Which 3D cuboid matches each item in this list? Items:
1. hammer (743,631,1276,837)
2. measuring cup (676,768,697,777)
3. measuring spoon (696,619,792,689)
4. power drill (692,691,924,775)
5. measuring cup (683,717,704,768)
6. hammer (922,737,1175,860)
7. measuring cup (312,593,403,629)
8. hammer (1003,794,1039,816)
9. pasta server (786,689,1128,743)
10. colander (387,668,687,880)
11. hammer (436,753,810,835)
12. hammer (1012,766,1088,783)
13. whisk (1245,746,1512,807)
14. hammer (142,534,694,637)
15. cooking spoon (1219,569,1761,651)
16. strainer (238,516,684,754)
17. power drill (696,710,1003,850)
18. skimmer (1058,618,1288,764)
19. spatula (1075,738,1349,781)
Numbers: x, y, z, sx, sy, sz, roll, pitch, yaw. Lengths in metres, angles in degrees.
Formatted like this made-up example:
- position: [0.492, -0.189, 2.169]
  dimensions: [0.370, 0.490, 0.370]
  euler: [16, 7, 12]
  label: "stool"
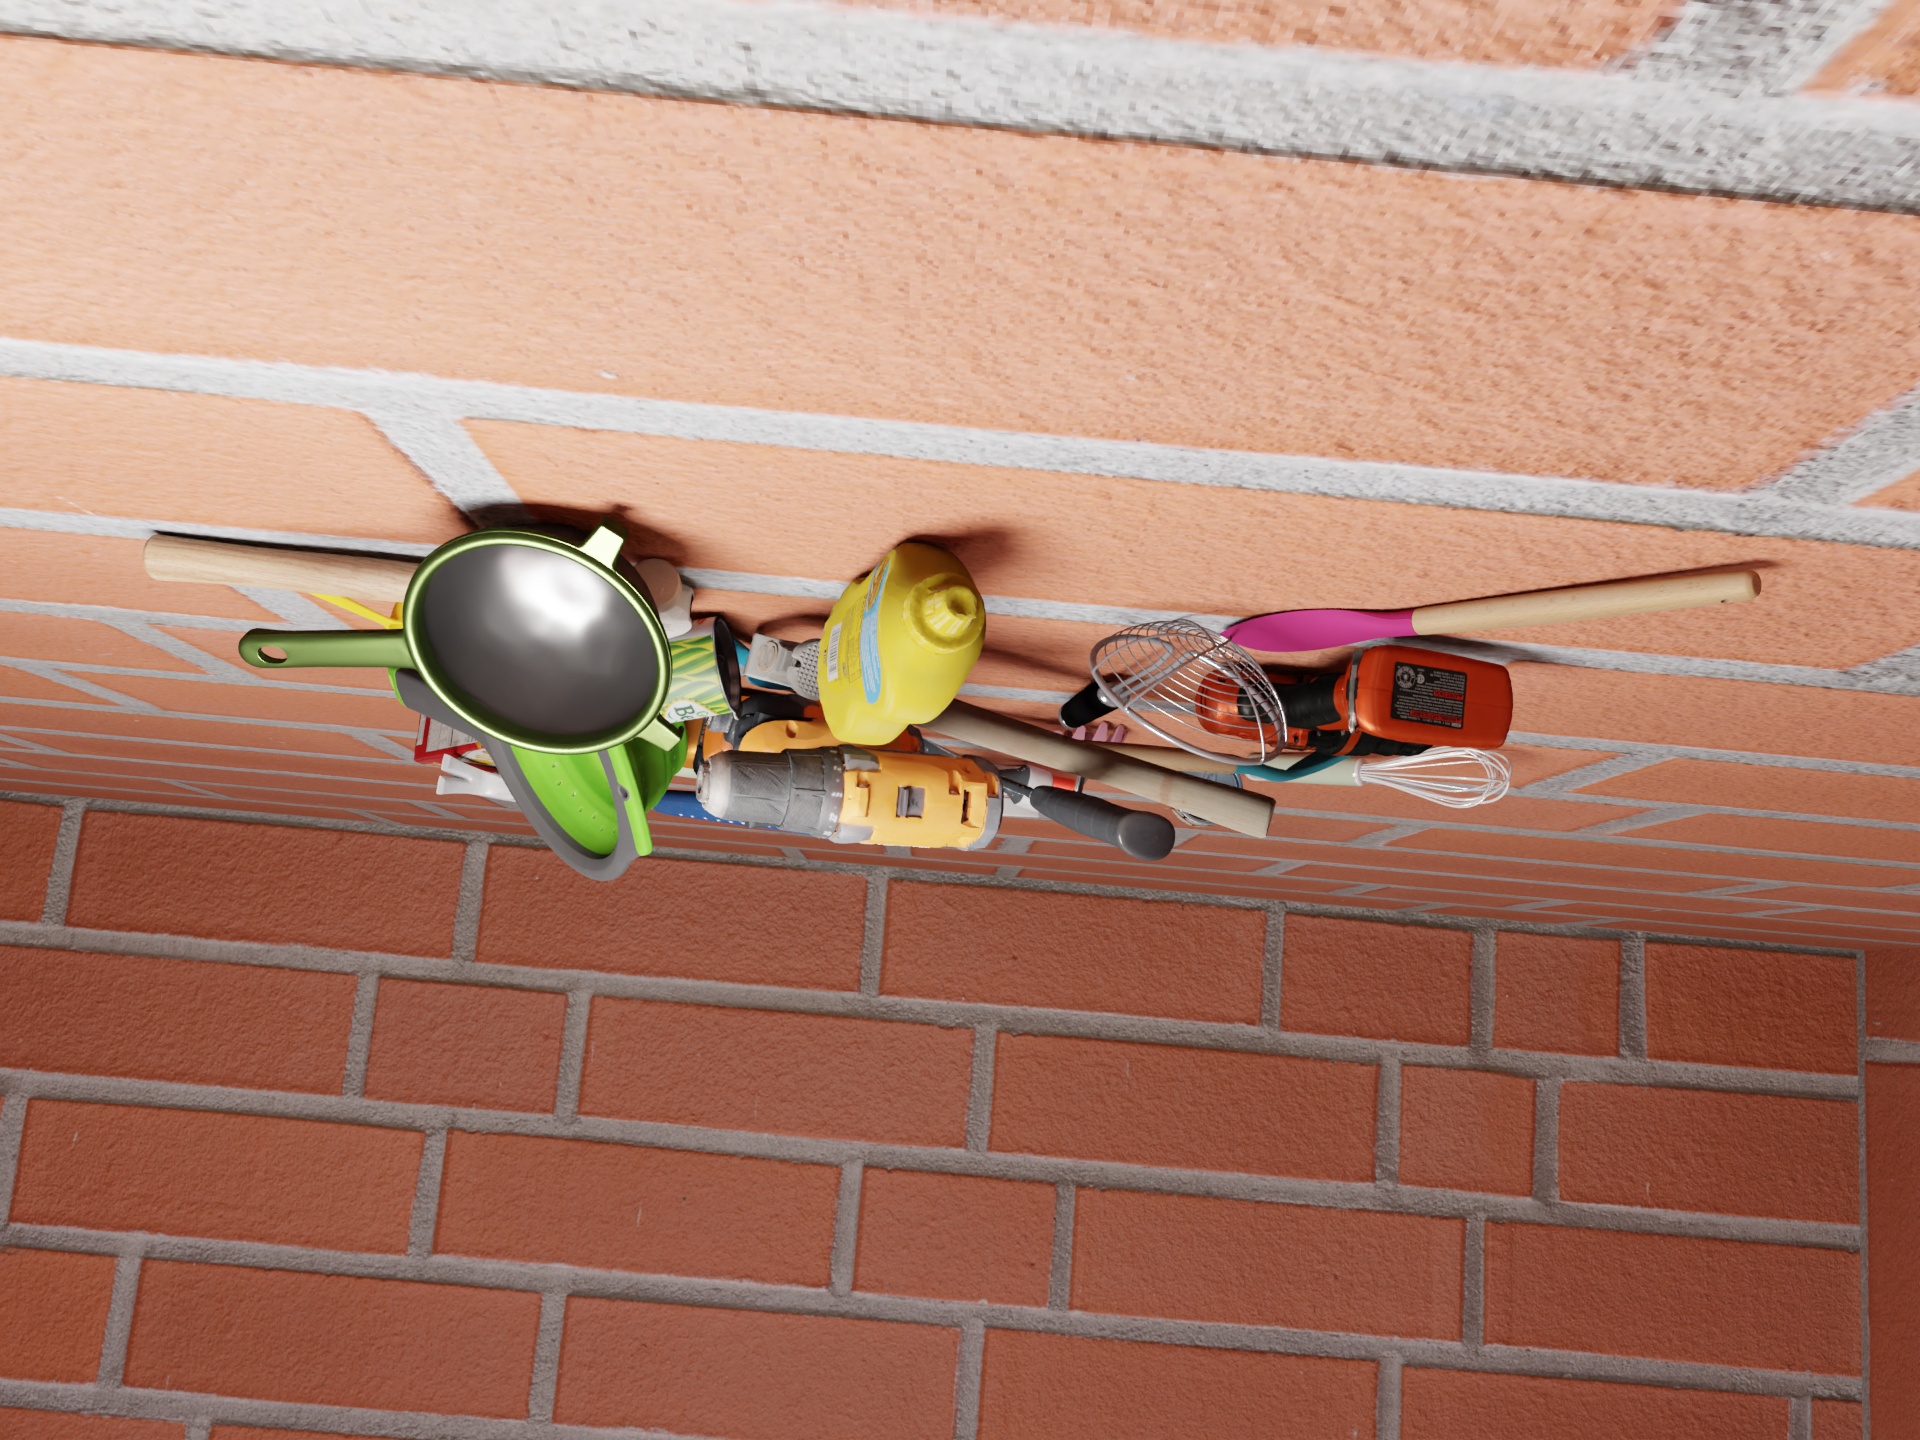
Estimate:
- position: [0.047, 0.014, 1.121]
  dimensions: [0.410, 0.038, 0.146]
  euler: [18, 178, -25]
  label: "hammer"
- position: [-0.235, 0.040, 1.612]
  dimensions: [0.167, 0.038, 0.083]
  euler: [8, -176, -41]
  label: "measuring cup"
- position: [-0.153, -0.053, 1.139]
  dimensions: [0.042, 0.021, 0.128]
  euler: [-5, 158, 22]
  label: "measuring spoon"
- position: [-0.142, 0.017, 1.262]
  dimensions: [0.164, 0.084, 0.226]
  euler: [15, 173, -22]
  label: "power drill"
- position: [-0.211, 0.016, 1.444]
  dimensions: [0.095, 0.052, 0.174]
  euler: [14, 169, -42]
  label: "measuring cup"
- position: [0.054, 0.052, 1.143]
  dimensions: [0.149, 0.036, 0.409]
  euler: [19, 179, -16]
  label: "hammer"
- position: [-0.394, -0.085, 1.056]
  dimensions: [0.156, 0.029, 0.062]
  euler: [27, 158, -37]
  label: "measuring cup"
- position: [0.006, 0.084, 1.518]
  dimensions: [0.146, 0.035, 0.334]
  euler: [-2, 173, 4]
  label: "hammer"
- position: [-0.002, -0.004, 1.314]
  dimensions: [0.316, 0.040, 0.060]
  euler: [14, 168, -24]
  label: "pasta server"
- position: [-0.322, -0.010, 1.227]
  dimensions: [0.094, 0.204, 0.397]
  euler: [-29, -149, -34]
  label: "colander"
- position: [-0.262, 0.067, 1.318]
  dimensions: [0.406, 0.035, 0.144]
  euler: [3, 170, 33]
  label: "hammer"
- position: [-0.049, 0.057, 1.558]
  dimensions: [0.331, 0.033, 0.128]
  euler: [0, 173, -21]
  label: "hammer"
- position: [0.353, 0.044, 1.370]
  dimensions: [0.246, 0.059, 0.057]
  euler: [2, 134, 40]
  label: "whisk"
- position: [-0.331, -0.084, 0.984]
  dimensions: [0.331, 0.031, 0.130]
  euler: [6, 170, -2]
  label: "hammer"
- position: [0.275, -0.057, 0.877]
  dimensions: [0.068, 0.017, 0.319]
  euler: [13, 169, -40]
  label: "cooking spoon"
- position: [-0.280, -0.057, 0.904]
  dimensions: [0.256, 0.069, 0.151]
  euler: [0, 128, 11]
  label: "strainer"
- position: [-0.095, 0.040, 1.038]
  dimensions: [0.185, 0.084, 0.226]
  euler: [5, -178, -21]
  label: "power drill"
- position: [0.112, 0.000, 1.073]
  dimensions: [0.127, 0.090, 0.363]
  euler: [20, 169, -8]
  label: "skimmer"
- position: [0.189, 0.021, 1.239]
  dimensions: [0.317, 0.044, 0.082]
  euler: [5, 173, -22]
  label: "spatula"
